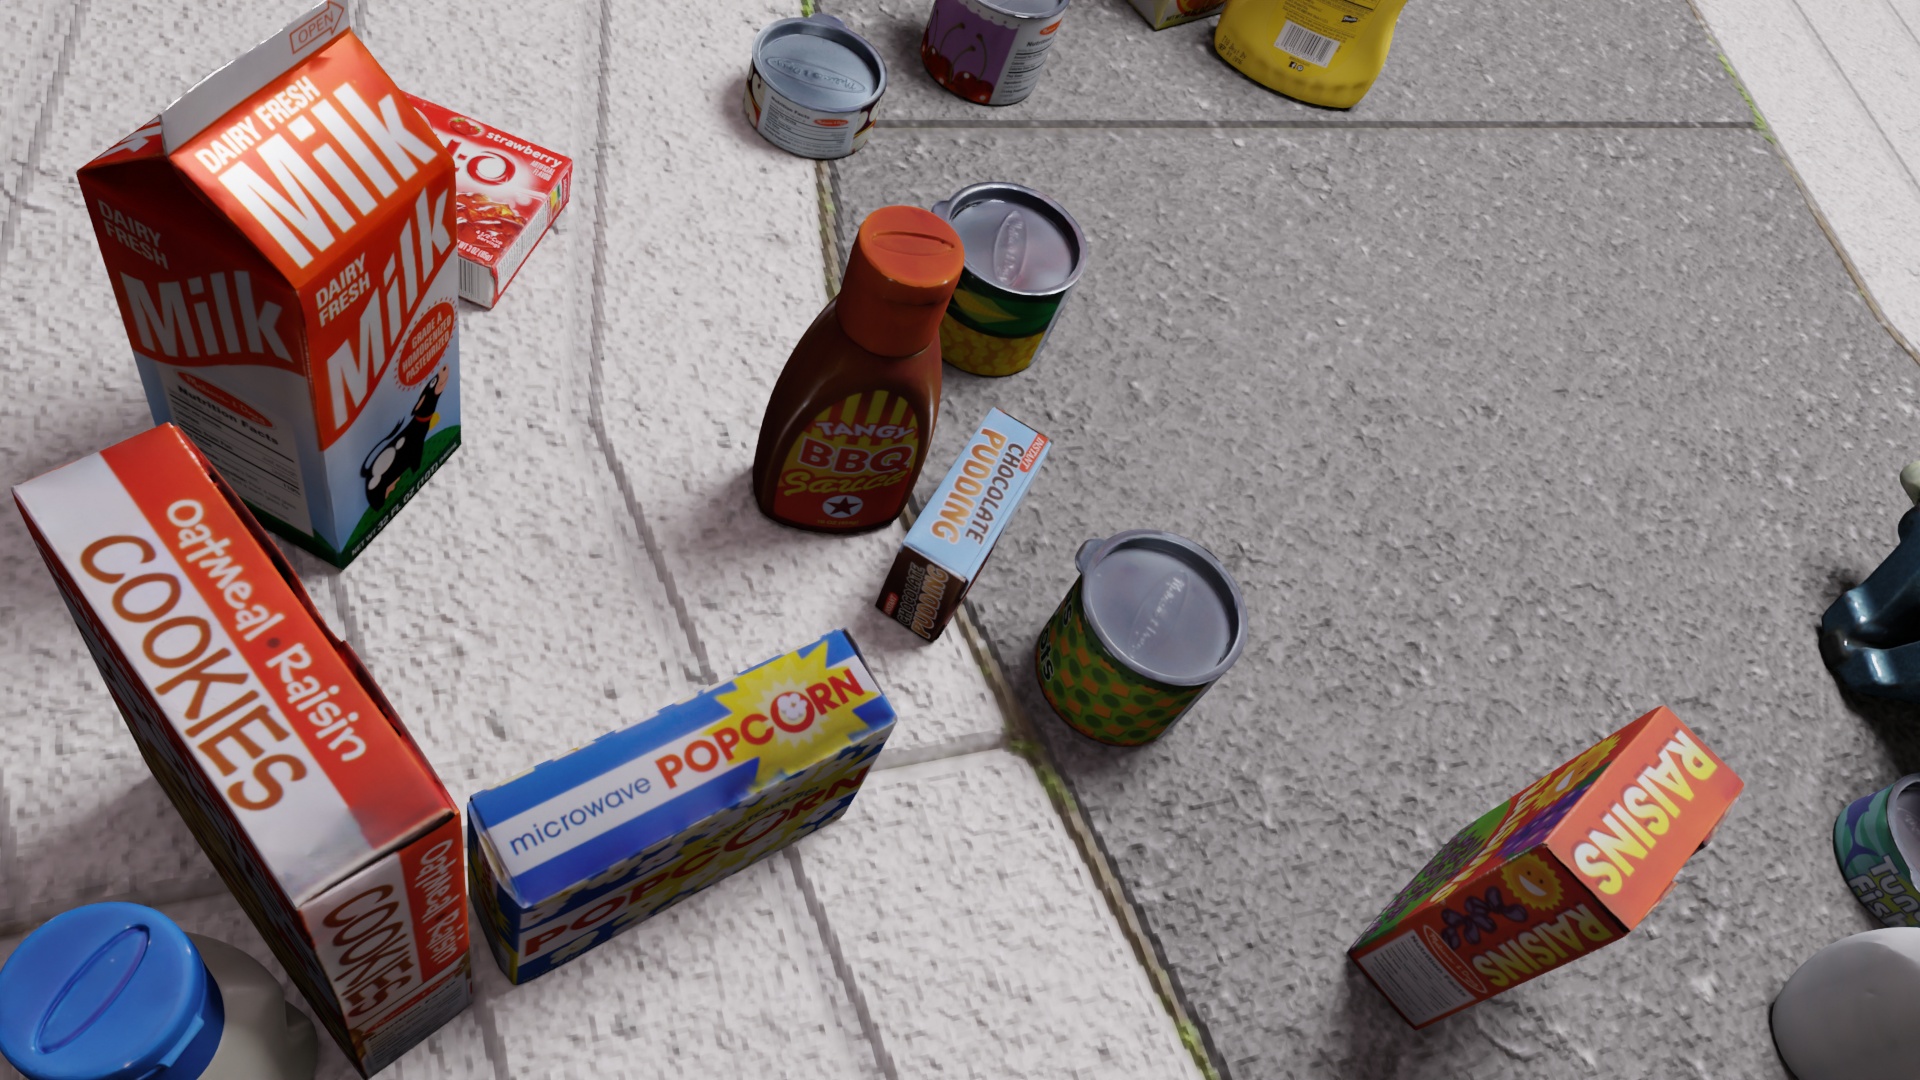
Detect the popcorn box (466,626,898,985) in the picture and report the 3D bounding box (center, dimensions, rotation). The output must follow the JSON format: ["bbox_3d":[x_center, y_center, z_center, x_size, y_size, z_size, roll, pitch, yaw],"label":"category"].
[{"bbox_3d":[-0.089,0.084,0.437,0.127,0.084,0.038,-24,68,-30],"label":"popcorn box"}]

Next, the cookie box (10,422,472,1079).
[{"bbox_3d":[-0.180,0.065,0.369,0.040,0.166,0.123,-33,73,-33],"label":"cookie box"}]

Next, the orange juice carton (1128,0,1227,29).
[{"bbox_3d":[0.146,-0.386,0.759,0.072,0.191,0.073,-26,69,-30],"label":"orange juice carton"}]

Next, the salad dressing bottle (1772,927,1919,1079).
[{"bbox_3d":[0.362,0.163,0.496,0.044,0.147,0.064,6,57,-15],"label":"salad dressing bottle"}]

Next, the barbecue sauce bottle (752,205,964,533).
[{"bbox_3d":[-0.035,-0.058,0.510,0.065,0.147,0.044,2,58,-17],"label":"barbecue sauce bottle"}]

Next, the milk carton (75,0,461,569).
[{"bbox_3d":[-0.211,-0.080,0.440,0.073,0.189,0.073,29,54,1],"label":"milk carton"}]

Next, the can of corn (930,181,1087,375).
[{"bbox_3d":[0.014,-0.117,0.621,0.071,0.058,0.071,9,56,-13],"label":"can of corn"}]

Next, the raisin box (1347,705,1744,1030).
[{"bbox_3d":[0.202,0.118,0.488,0.086,0.122,0.040,-31,72,-32],"label":"raisin box"}]

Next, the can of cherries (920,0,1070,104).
[{"bbox_3d":[0.016,-0.273,0.725,0.071,0.058,0.072,9,56,-13],"label":"can of cherries"}]

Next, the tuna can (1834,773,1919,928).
[{"bbox_3d":[0.418,0.139,0.602,0.071,0.032,0.071,9,56,-13],"label":"tuna can"}]

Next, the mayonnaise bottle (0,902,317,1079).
[{"bbox_3d":[-0.192,0.127,0.336,0.041,0.147,0.065,28,54,1],"label":"mayonnaise bottle"}]

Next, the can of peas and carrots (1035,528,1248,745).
[{"bbox_3d":[0.066,0.037,0.536,0.071,0.058,0.071,9,56,-13],"label":"can of peas and carrots"}]

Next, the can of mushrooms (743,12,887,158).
[{"bbox_3d":[-0.071,-0.222,0.678,0.071,0.033,0.071,9,56,-13],"label":"can of mushrooms"}]

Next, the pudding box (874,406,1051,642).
[{"bbox_3d":[0.002,-0.007,0.549,0.030,0.049,0.084,30,54,3],"label":"pudding box"}]
